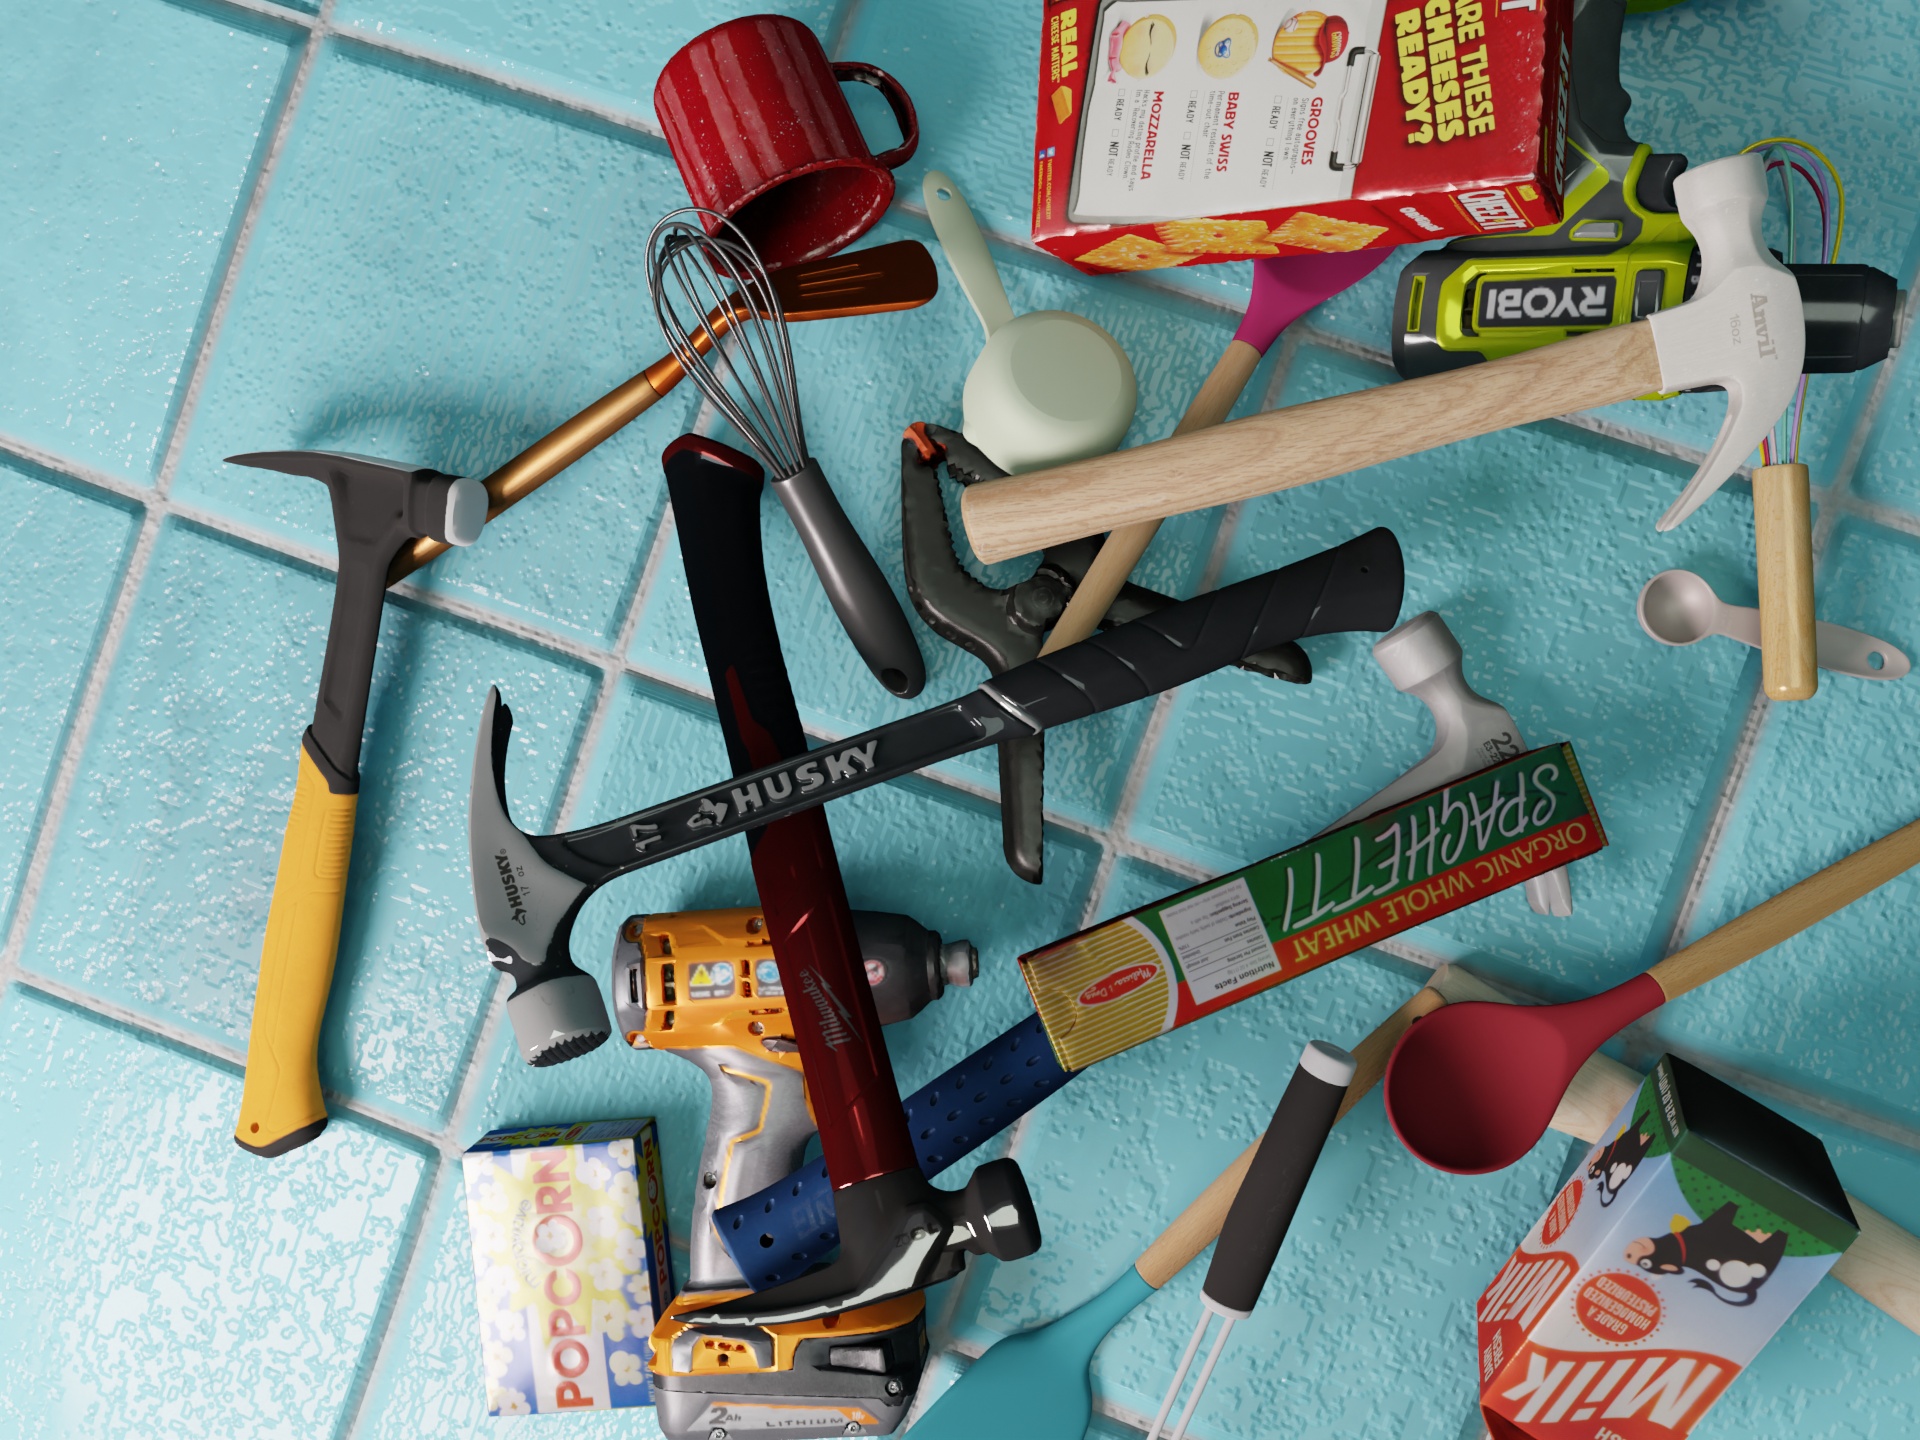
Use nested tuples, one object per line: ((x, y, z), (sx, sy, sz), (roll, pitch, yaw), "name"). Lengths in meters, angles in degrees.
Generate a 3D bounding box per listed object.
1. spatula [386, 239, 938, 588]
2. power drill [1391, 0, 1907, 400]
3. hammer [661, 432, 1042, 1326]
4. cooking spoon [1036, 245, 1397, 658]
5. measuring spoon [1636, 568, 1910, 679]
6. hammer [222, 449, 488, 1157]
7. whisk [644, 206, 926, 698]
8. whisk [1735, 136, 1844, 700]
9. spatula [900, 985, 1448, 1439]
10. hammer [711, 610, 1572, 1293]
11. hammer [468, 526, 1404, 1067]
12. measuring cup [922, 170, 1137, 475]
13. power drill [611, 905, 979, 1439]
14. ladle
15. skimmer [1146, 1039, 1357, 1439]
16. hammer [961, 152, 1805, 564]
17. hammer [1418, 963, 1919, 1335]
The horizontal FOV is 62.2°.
((-0.156, -0.137, 0.743), (0.322, 0.081, 0.041), (-31, 124, 13), "spatula")
((0.290, -0.245, 0.658), (0.191, 0.080, 0.228), (7, 90, 29), "power drill")
((-0.088, 0.051, 0.676), (0.143, 0.038, 0.387), (-18, 69, 2), "hammer")
((0.114, -0.144, 0.708), (0.069, 0.017, 0.319), (31, 84, 4), "cooking spoon")
((0.359, -0.038, 0.707), (0.124, 0.018, 0.034), (15, 84, -1), "measuring spoon")
((-0.310, 0.041, 0.755), (0.127, 0.034, 0.337), (12, 95, 16), "hammer")
((-0.070, -0.110, 0.698), (0.055, 0.055, 0.238), (-25, 114, 5), "whisk")
((0.356, -0.131, 0.684), (0.047, 0.051, 0.245), (-2, 88, -3), "whisk")
((0.103, 0.236, 0.706), (0.082, 0.044, 0.317), (41, 101, -5), "spatula")
((0.081, 0.118, 0.681), (0.405, 0.035, 0.144), (-33, 88, -8), "hammer")
((-0.001, -0.002, 0.651), (0.409, 0.036, 0.149), (-20, 70, -10), "hammer")
((0.024, -0.187, 0.718), (0.083, 0.038, 0.168), (-20, 79, -20), "measuring cup")
((-0.067, 0.196, 0.718), (0.164, 0.084, 0.226), (-5, 86, 4), "power drill")
((0.319, 0.101, 0.681), (0.315, 0.031, 0.069), (-27, 80, -5), "ladle")
((0.097, 0.312, 0.663), (0.127, 0.090, 0.363), (19, 100, -11), "skimmer")
((0.160, -0.115, 0.644), (0.331, 0.031, 0.130), (-12, 92, 18), "hammer")
((0.390, 0.218, 0.690), (0.410, 0.038, 0.146), (31, 92, 6), "hammer")
